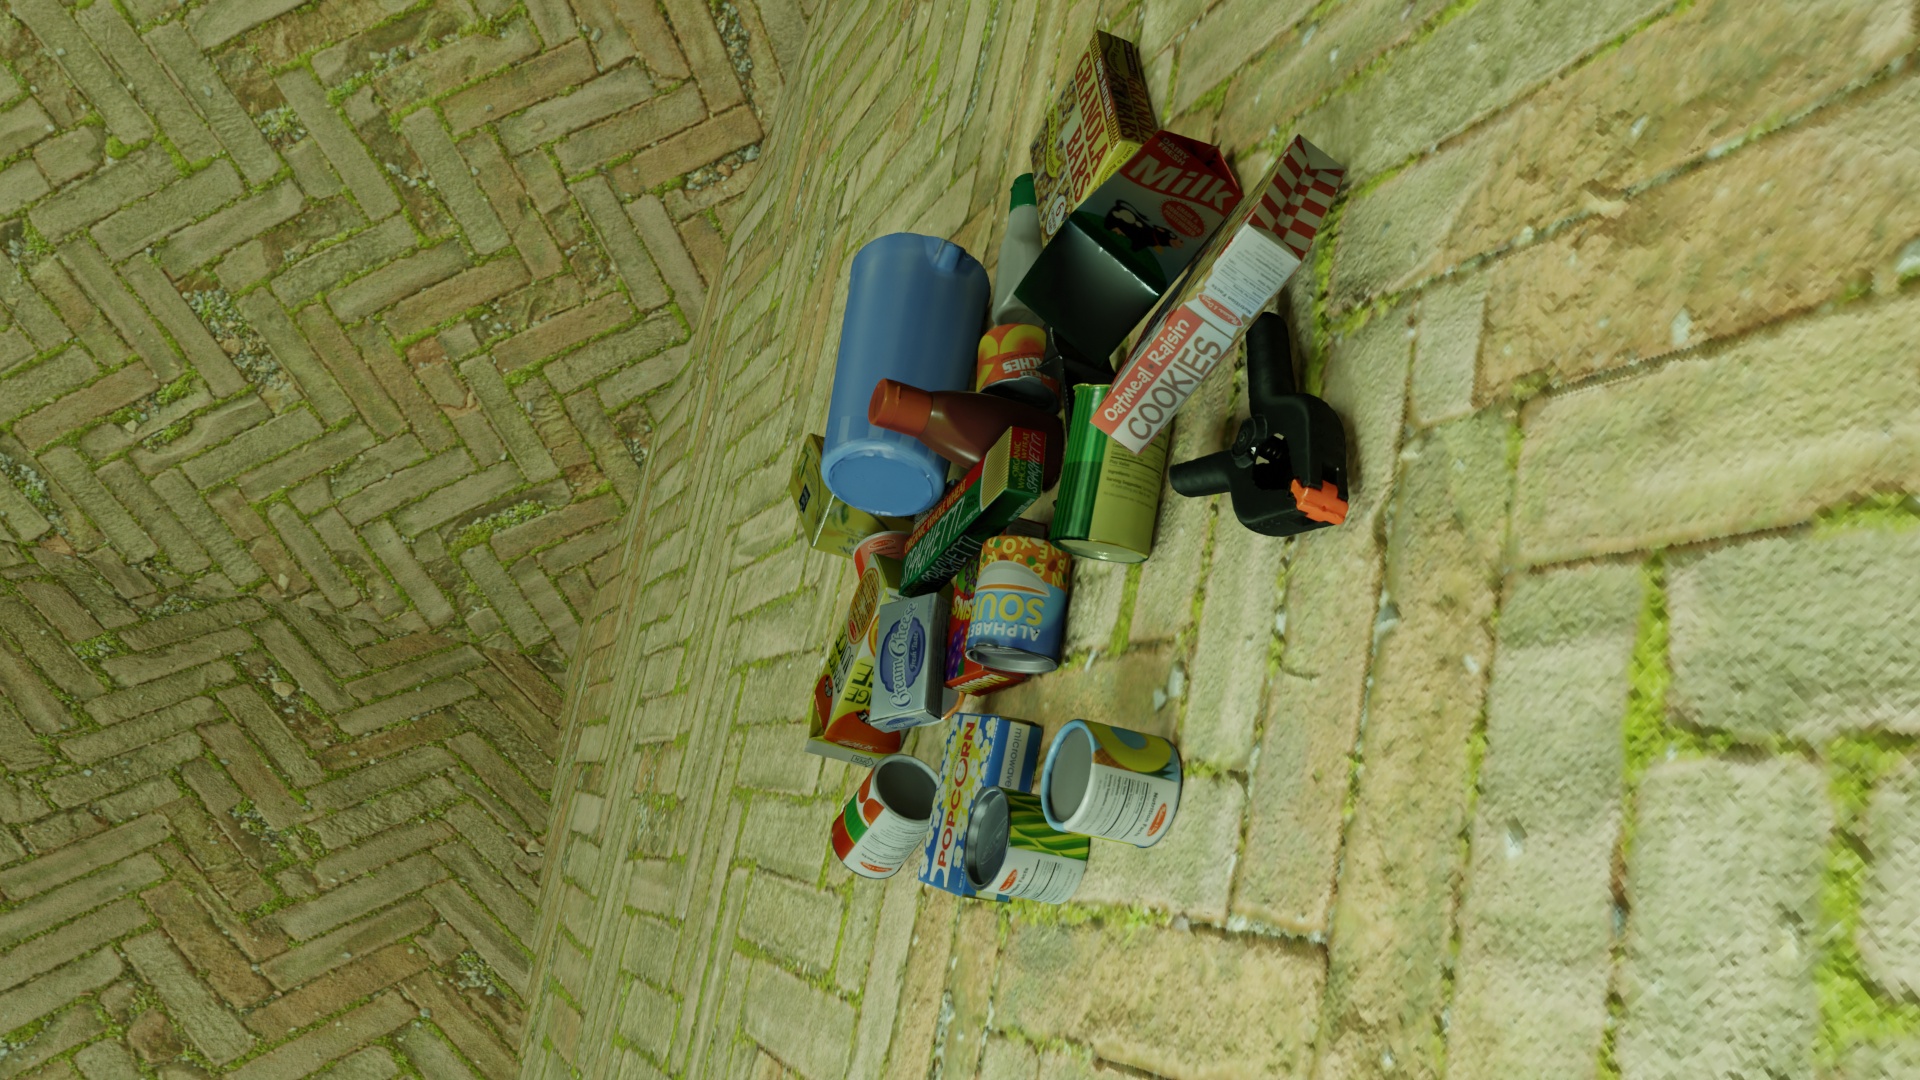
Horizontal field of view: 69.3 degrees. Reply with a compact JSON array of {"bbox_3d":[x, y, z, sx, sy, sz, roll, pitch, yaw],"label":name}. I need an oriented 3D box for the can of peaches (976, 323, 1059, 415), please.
[{"bbox_3d":[0.047,-0.131,1.099,0.071,0.071,0.058,134,147,-51],"label":"can of peaches"}]

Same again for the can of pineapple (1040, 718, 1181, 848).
[{"bbox_3d":[0.086,0.140,0.810,0.071,0.058,0.071,-163,89,-70],"label":"can of pineapple"}]

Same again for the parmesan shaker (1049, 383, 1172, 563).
[{"bbox_3d":[0.095,-0.043,0.901,0.071,0.071,0.103,165,118,-67],"label":"parmesan shaker"}]

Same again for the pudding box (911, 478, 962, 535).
[{"bbox_3d":[-0.013,-0.020,1.223,0.083,0.030,0.050,-26,50,63],"label":"pudding box"}]

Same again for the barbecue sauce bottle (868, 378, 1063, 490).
[{"bbox_3d":[0.005,-0.085,1.055,0.043,0.148,0.065,-41,39,55],"label":"barbecue sauce bottle"}]

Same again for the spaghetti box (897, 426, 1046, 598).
[{"bbox_3d":[0.004,-0.013,1.051,0.249,0.029,0.050,135,145,-62],"label":"spaghetti box"}]

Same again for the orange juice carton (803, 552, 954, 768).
[{"bbox_3d":[-0.073,0.115,1.218,0.073,0.072,0.192,-118,48,-62],"label":"orange juice carton"}]

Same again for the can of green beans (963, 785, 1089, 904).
[{"bbox_3d":[0.042,0.194,0.885,0.071,0.058,0.071,-163,89,-70],"label":"can of green beans"}]

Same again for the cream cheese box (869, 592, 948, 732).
[{"bbox_3d":[-0.039,0.093,1.070,0.053,0.024,0.104,-16,54,29],"label":"cream cheese box"}]

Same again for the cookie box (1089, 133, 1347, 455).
[{"bbox_3d":[0.150,-0.141,0.814,0.166,0.040,0.123,-52,3,45],"label":"cookie box"}]

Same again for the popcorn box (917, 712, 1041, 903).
[{"bbox_3d":[0.013,0.188,0.991,0.085,0.038,0.127,-12,64,66],"label":"popcorn box"}]

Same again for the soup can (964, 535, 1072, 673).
[{"bbox_3d":[0.040,0.045,0.979,0.071,0.071,0.084,151,131,-62],"label":"soup can"}]

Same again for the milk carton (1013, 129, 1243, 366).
[{"bbox_3d":[0.118,-0.199,0.895,0.191,0.073,0.072,-50,-1,-44],"label":"milk carton"}]

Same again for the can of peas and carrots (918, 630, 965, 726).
[{"bbox_3d":[-0.032,0.106,1.125,0.070,0.071,0.059,-62,24,29],"label":"can of peas and carrots"}]

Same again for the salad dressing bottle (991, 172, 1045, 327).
[{"bbox_3d":[0.057,-0.249,1.195,0.064,0.044,0.148,137,145,-57],"label":"salad dressing bottle"}]

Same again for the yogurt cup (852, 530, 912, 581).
[{"bbox_3d":[-0.062,0.031,1.266,0.072,0.072,0.054,-52,38,46],"label":"yogurt cup"}]

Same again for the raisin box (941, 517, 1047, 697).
[{"bbox_3d":[0.025,0.051,1.060,0.086,0.040,0.124,149,134,-62],"label":"raisin box"}]

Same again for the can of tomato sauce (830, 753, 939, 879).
[{"bbox_3d":[-0.058,0.219,1.110,0.082,0.071,0.071,-57,27,37],"label":"can of tomato sauce"}]

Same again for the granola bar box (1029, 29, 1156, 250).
[{"bbox_3d":[0.106,-0.314,1.121,0.166,0.039,0.123,-93,27,-42],"label":"granola bar box"}]
